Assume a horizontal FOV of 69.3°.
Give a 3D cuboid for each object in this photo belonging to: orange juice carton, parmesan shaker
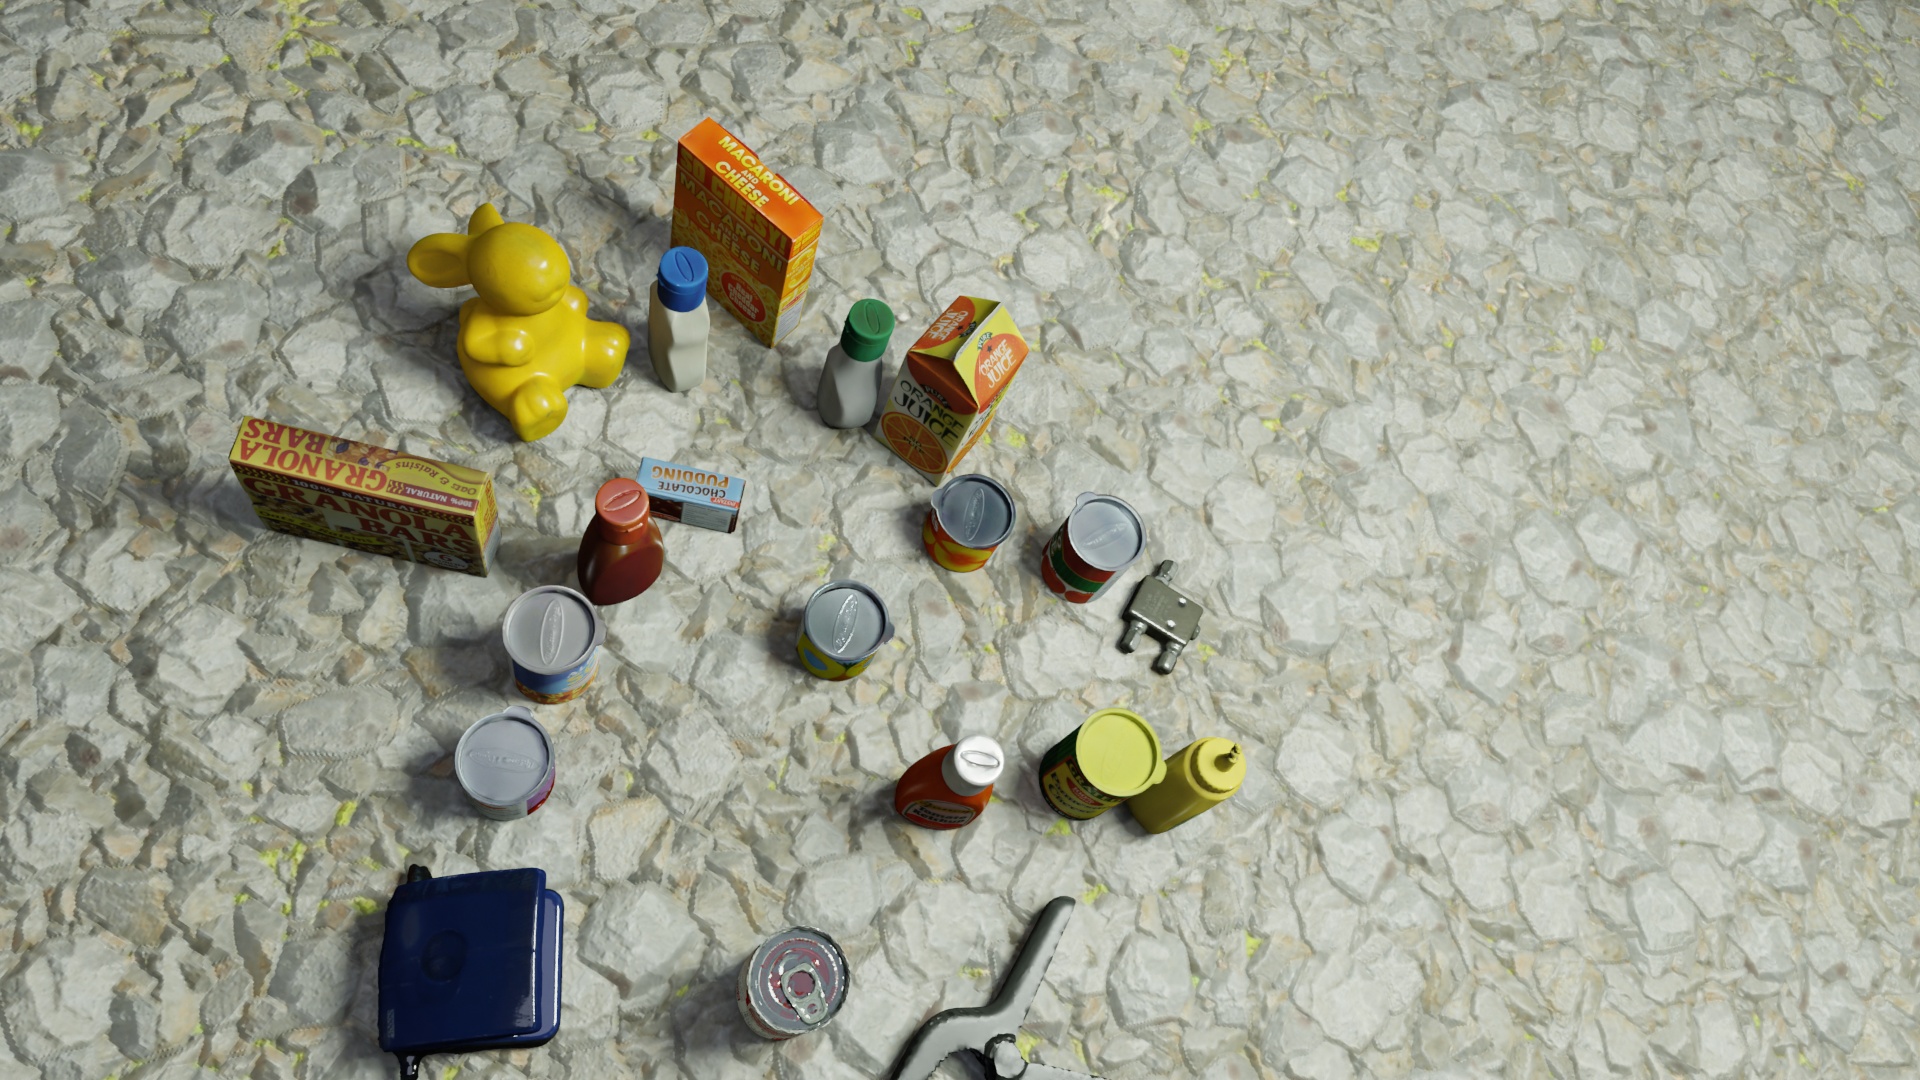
[{"bbox_3d":[-0.005,-0.126,1.110,0.073,0.192,0.072,39,64,3],"label":"orange juice carton"},{"bbox_3d":[0.107,0.174,1.061,0.071,0.102,0.071,5,67,-12],"label":"parmesan shaker"}]

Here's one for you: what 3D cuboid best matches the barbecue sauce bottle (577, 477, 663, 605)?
[{"bbox_3d":[-0.249,0.001,1.018,0.065,0.148,0.044,-28,77,-23],"label":"barbecue sauce bottle"}]

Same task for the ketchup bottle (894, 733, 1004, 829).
[{"bbox_3d":[-0.004,0.174,1.007,0.065,0.148,0.044,14,65,-9],"label":"ketchup bottle"}]

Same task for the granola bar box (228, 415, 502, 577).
[{"bbox_3d":[-0.422,-0.027,0.999,0.166,0.123,0.039,13,65,-9],"label":"granola bar box"}]

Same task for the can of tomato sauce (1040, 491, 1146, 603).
[{"bbox_3d":[0.106,0.007,1.144,0.071,0.082,0.071,5,67,-12],"label":"can of tomato sauce"}]

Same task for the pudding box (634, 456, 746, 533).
[{"bbox_3d":[-0.215,-0.035,1.097,0.084,0.049,0.030,12,65,-9],"label":"pudding box"}]

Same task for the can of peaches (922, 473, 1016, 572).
[{"bbox_3d":[0.004,-0.014,1.140,0.071,0.057,0.071,5,67,-12],"label":"can of peaches"}]

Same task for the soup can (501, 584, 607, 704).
[{"bbox_3d":[-0.294,0.078,1.010,0.071,0.083,0.071,5,67,-12],"label":"soup can"}]

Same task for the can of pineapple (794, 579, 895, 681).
[{"bbox_3d":[-0.091,0.072,1.079,0.071,0.057,0.071,5,67,-12],"label":"can of pineapple"}]

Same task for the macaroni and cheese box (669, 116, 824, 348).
[{"bbox_3d":[-0.178,-0.247,1.132,0.124,0.165,0.040,42,64,5],"label":"macaroni and cheese box"}]

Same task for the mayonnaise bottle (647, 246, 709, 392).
[{"bbox_3d":[-0.222,-0.177,1.101,0.041,0.147,0.065,-21,74,-21],"label":"mayonnaise bottle"}]

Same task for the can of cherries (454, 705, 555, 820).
[{"bbox_3d":[-0.319,0.158,0.983,0.071,0.058,0.072,5,67,-12],"label":"can of cherries"}]

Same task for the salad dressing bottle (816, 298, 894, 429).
[{"bbox_3d":[-0.084,-0.142,1.122,0.044,0.147,0.064,-9,70,-18],"label":"salad dressing bottle"}]

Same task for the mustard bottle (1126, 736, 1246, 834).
[{"bbox_3d":[0.177,0.180,1.045,0.065,0.159,0.049,-30,78,-23],"label":"mustard bottle"}]
